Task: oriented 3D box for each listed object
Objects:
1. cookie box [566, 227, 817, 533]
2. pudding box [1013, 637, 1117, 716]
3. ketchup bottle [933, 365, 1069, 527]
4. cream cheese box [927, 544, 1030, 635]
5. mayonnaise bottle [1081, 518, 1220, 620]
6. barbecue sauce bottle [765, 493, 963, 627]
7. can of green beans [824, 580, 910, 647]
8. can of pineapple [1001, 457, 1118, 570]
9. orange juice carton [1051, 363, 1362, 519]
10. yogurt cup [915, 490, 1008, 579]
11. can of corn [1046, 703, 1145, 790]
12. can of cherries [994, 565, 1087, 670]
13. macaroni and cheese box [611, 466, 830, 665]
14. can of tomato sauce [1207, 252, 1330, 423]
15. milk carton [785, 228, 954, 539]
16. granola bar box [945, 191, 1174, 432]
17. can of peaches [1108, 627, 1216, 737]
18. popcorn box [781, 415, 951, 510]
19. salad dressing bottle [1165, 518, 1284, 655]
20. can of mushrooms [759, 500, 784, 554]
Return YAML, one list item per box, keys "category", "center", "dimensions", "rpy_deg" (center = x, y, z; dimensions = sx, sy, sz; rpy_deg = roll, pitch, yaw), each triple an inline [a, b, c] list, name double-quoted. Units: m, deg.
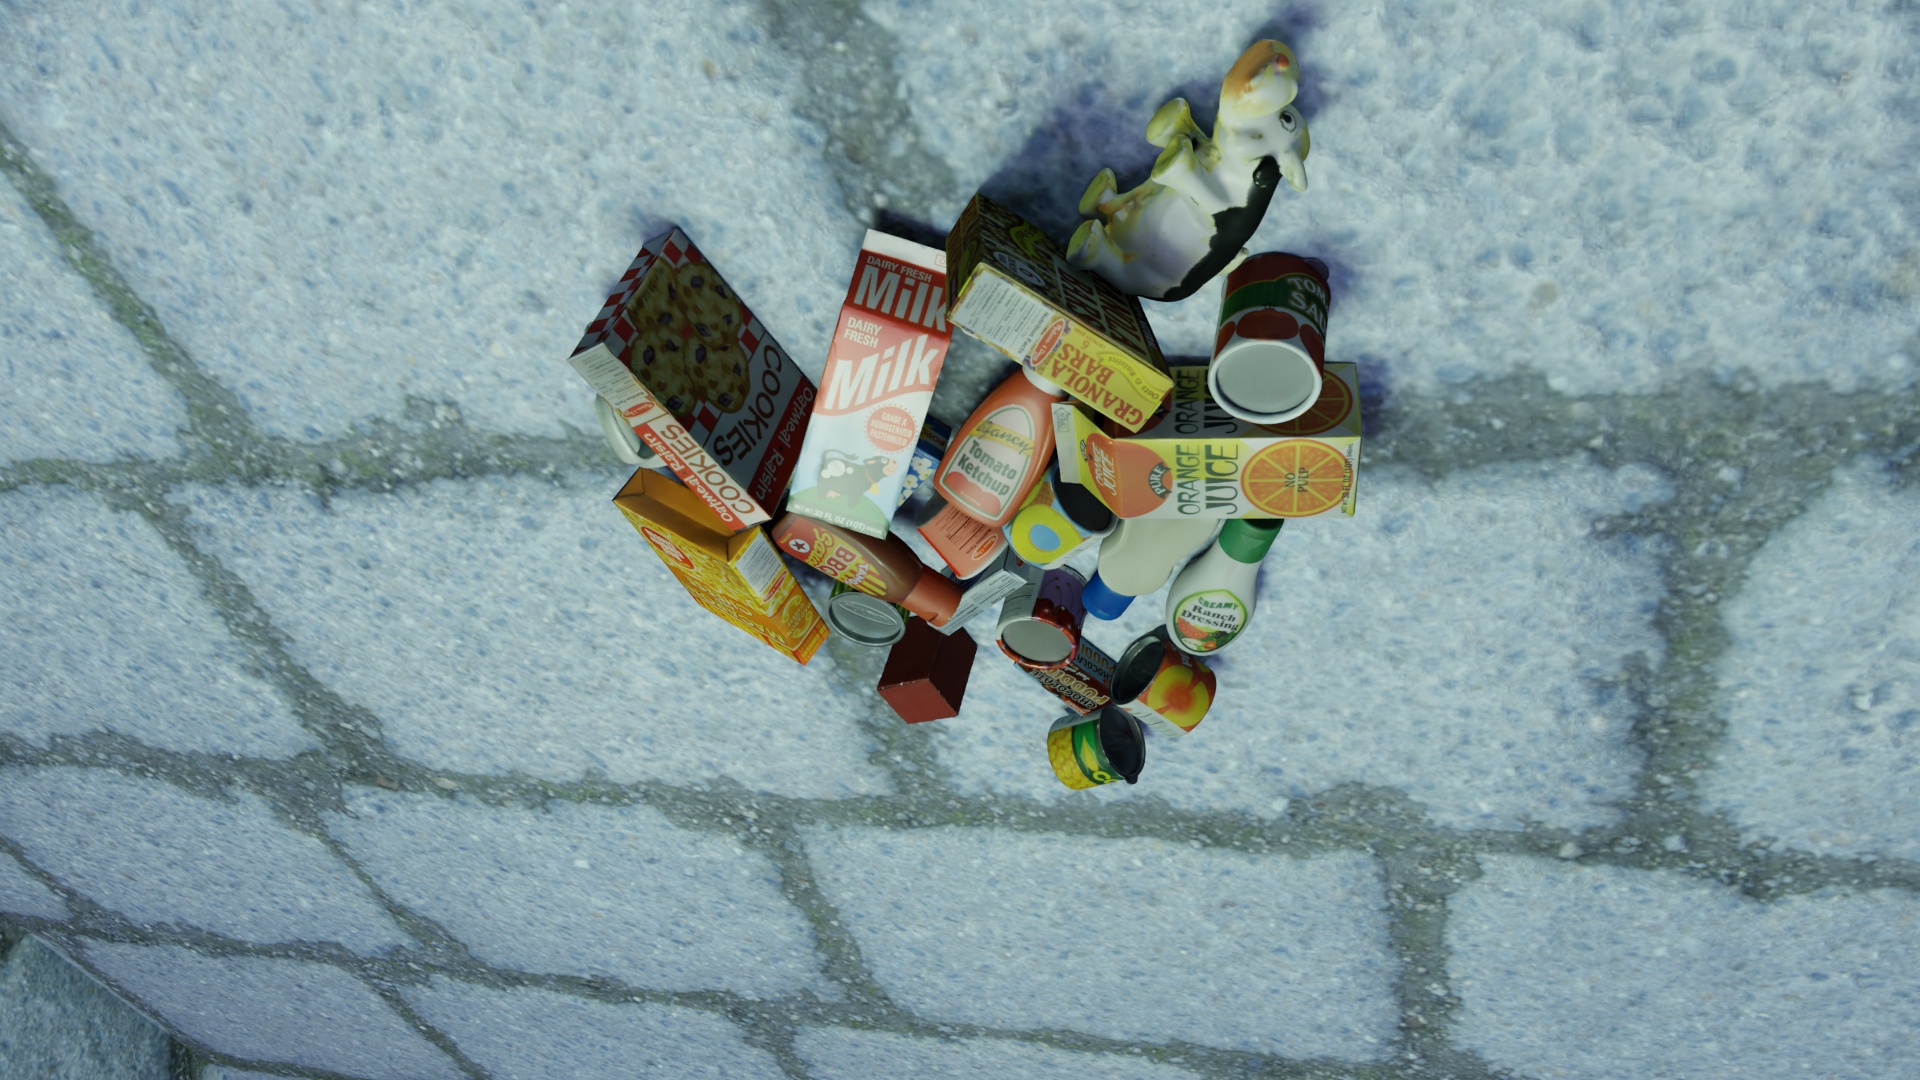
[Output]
- category: "cookie box"
  center: [-0.172, -0.106, 0.937]
  dimensions: [0.040, 0.123, 0.167]
  rpy_deg: [-16, 129, 33]
- category: "pudding box"
  center: [0.090, 0.106, 1.151]
  dimensions: [0.083, 0.030, 0.049]
  rpy_deg: [38, 136, -22]
- category: "ketchup bottle"
  center: [0.040, -0.080, 0.934]
  dimensions: [0.065, 0.044, 0.148]
  rpy_deg: [34, 122, 4]
- category: "cream cheese box"
  center: [0.016, 0.029, 1.074]
  dimensions: [0.024, 0.054, 0.103]
  rpy_deg: [34, 136, -20]
- category: "mayonnaise bottle"
  center: [0.134, 0.006, 1.020]
  dimensions: [0.065, 0.041, 0.147]
  rpy_deg: [24, 139, -6]
- category: "barbecue sauce bottle"
  center: [-0.068, 0.013, 1.032]
  dimensions: [0.148, 0.044, 0.064]
  rpy_deg: [31, 143, -16]
- category: "can of green beans"
  center: [-0.069, 0.043, 1.114]
  dimensions: [0.071, 0.058, 0.071]
  rpy_deg: [10, 138, 9]
- category: "can of pineapple"
  center: [0.069, -0.021, 0.993]
  dimensions: [0.071, 0.071, 0.057]
  rpy_deg: [35, 135, -20]
- category: "orange juice carton"
  center: [0.157, -0.064, 0.898]
  dimensions: [0.193, 0.073, 0.071]
  rpy_deg: [0, 136, 10]
- category: "yogurt cup"
  center: [0.004, -0.013, 1.027]
  dimensions: [0.054, 0.073, 0.072]
  rpy_deg: [42, 134, -15]
- category: "can of corn"
  center: [0.117, 0.180, 1.191]
  dimensions: [0.058, 0.071, 0.071]
  rpy_deg: [-22, 126, 37]
- category: "can of cherries"
  center: [0.067, 0.061, 1.087]
  dimensions: [0.071, 0.059, 0.071]
  rpy_deg: [10, 138, 9]
- category: "macaroni and cheese box"
  center: [-0.180, 0.021, 1.075]
  dimensions: [0.124, 0.040, 0.165]
  rpy_deg: [26, 159, 28]
- category: "can of tomato sauce"
  center: [0.187, -0.121, 0.830]
  dimensions: [0.071, 0.083, 0.070]
  rpy_deg: [10, 138, 9]
- category: "milk carton"
  center: [-0.053, -0.105, 0.909]
  dimensions: [0.072, 0.074, 0.189]
  rpy_deg: [16, 116, -5]
- category: "granola bar box"
  center: [0.053, -0.136, 0.799]
  dimensions: [0.124, 0.166, 0.039]
  rpy_deg: [30, 113, -14]
- category: "can of peaches"
  center: [0.163, 0.114, 1.110]
  dimensions: [0.058, 0.071, 0.071]
  rpy_deg: [34, 136, -18]
- category: "popcorn box"
  center: [-0.076, -0.057, 1.023]
  dimensions: [0.085, 0.038, 0.126]
  rpy_deg: [31, 137, -14]
- category: "salad dressing bottle"
  center: [0.194, 0.026, 1.017]
  dimensions: [0.064, 0.044, 0.146]
  rpy_deg: [16, 139, 0]
- category: "can of mushrooms"
  center: [-0.159, -0.021, 1.094]
  dimensions: [0.071, 0.034, 0.070]
  rpy_deg: [10, 139, 9]
